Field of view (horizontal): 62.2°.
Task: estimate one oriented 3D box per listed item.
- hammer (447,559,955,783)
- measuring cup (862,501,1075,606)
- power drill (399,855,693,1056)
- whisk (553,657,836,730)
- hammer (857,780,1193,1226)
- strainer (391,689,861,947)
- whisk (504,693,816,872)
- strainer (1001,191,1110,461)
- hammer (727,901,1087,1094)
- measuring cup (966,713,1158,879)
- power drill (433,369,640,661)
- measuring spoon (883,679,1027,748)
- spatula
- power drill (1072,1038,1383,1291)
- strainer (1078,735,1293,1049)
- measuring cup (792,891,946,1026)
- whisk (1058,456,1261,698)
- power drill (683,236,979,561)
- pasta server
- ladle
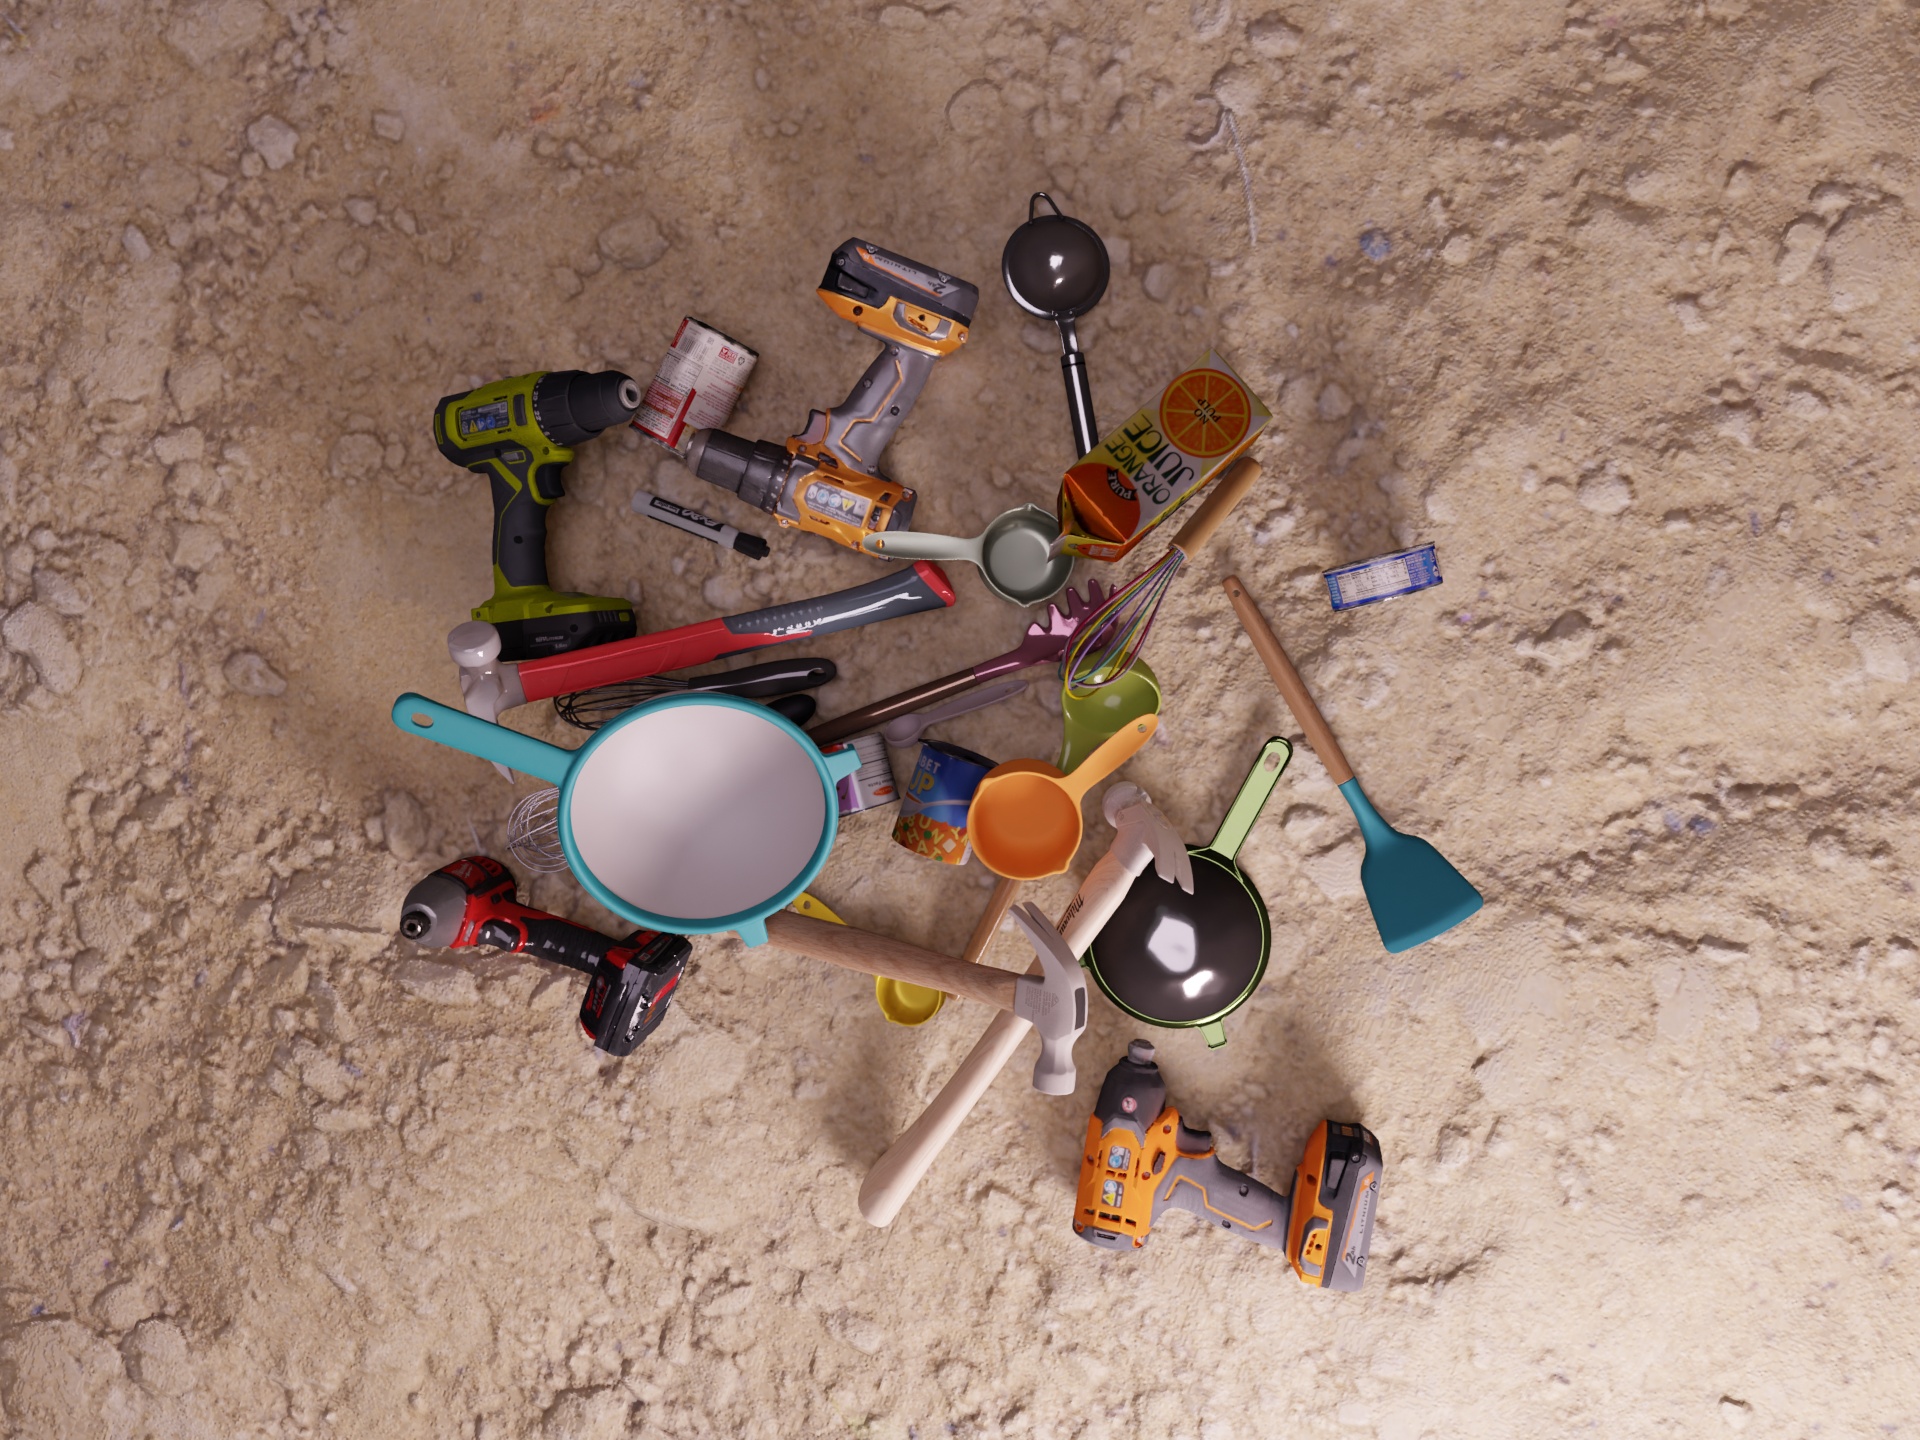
[{"bbox_3d":[-0.191,-0.052,1.253,0.386,0.038,0.143,-13,133,-11],"label":"hammer"},{"bbox_3d":[0.005,-0.131,1.252,0.167,0.038,0.083,4,86,-7],"label":"measuring cup"},{"bbox_3d":[-0.342,0.182,1.287,0.219,0.143,0.078,24,99,4],"label":"power drill"},{"bbox_3d":[-0.220,-0.027,1.308,0.239,0.055,0.055,-8,92,4],"label":"whisk"},{"bbox_3d":[0.041,0.242,1.243,0.038,0.146,0.410,29,104,-19],"label":"hammer"},{"bbox_3d":[-0.260,0.033,1.221,0.340,0.095,0.211,22,111,-19],"label":"strainer"},{"bbox_3d":[-0.247,0.045,1.312,0.284,0.070,0.070,-25,89,3],"label":"whisk"},{"bbox_3d":[0.089,-0.292,1.252,0.087,0.050,0.258,-11,95,-6],"label":"strainer"},{"bbox_3d":[-0.050,0.183,1.234,0.331,0.031,0.130,10,98,32],"label":"hammer"},{"bbox_3d":[0.081,0.046,1.213,0.173,0.052,0.095,-40,100,12],"label":"measuring cup"},{"bbox_3d":[-0.328,-0.166,1.277,0.190,0.080,0.228,-4,93,29],"label":"power drill"},{"bbox_3d":[-0.002,-0.004,1.289,0.124,0.034,0.018,-21,125,4],"label":"measuring spoon"},{"bbox_3d":[0.289,0.024,1.237,0.082,0.044,0.317,-31,87,11],"label":"spatula"},{"bbox_3d":[0.210,0.347,1.249,0.226,0.084,0.164,9,94,11],"label":"power drill"},{"bbox_3d":[0.193,0.129,1.242,0.151,0.069,0.256,28,98,6],"label":"strainer"},{"bbox_3d":[-0.076,0.190,1.312,0.157,0.029,0.062,38,104,17],"label":"measuring cup"},{"bbox_3d":[0.154,-0.110,1.215,0.047,0.051,0.245,46,73,-18],"label":"whisk"},{"bbox_3d":[-0.100,-0.257,1.246,0.185,0.084,0.226,20,99,-7],"label":"power drill"},{"bbox_3d":[-0.015,-0.032,1.280,0.316,0.060,0.040,-21,135,11],"label":"pasta server"},{"bbox_3d":[0.064,0.089,1.267,0.078,0.062,0.320,23,100,-15],"label":"ladle"}]
